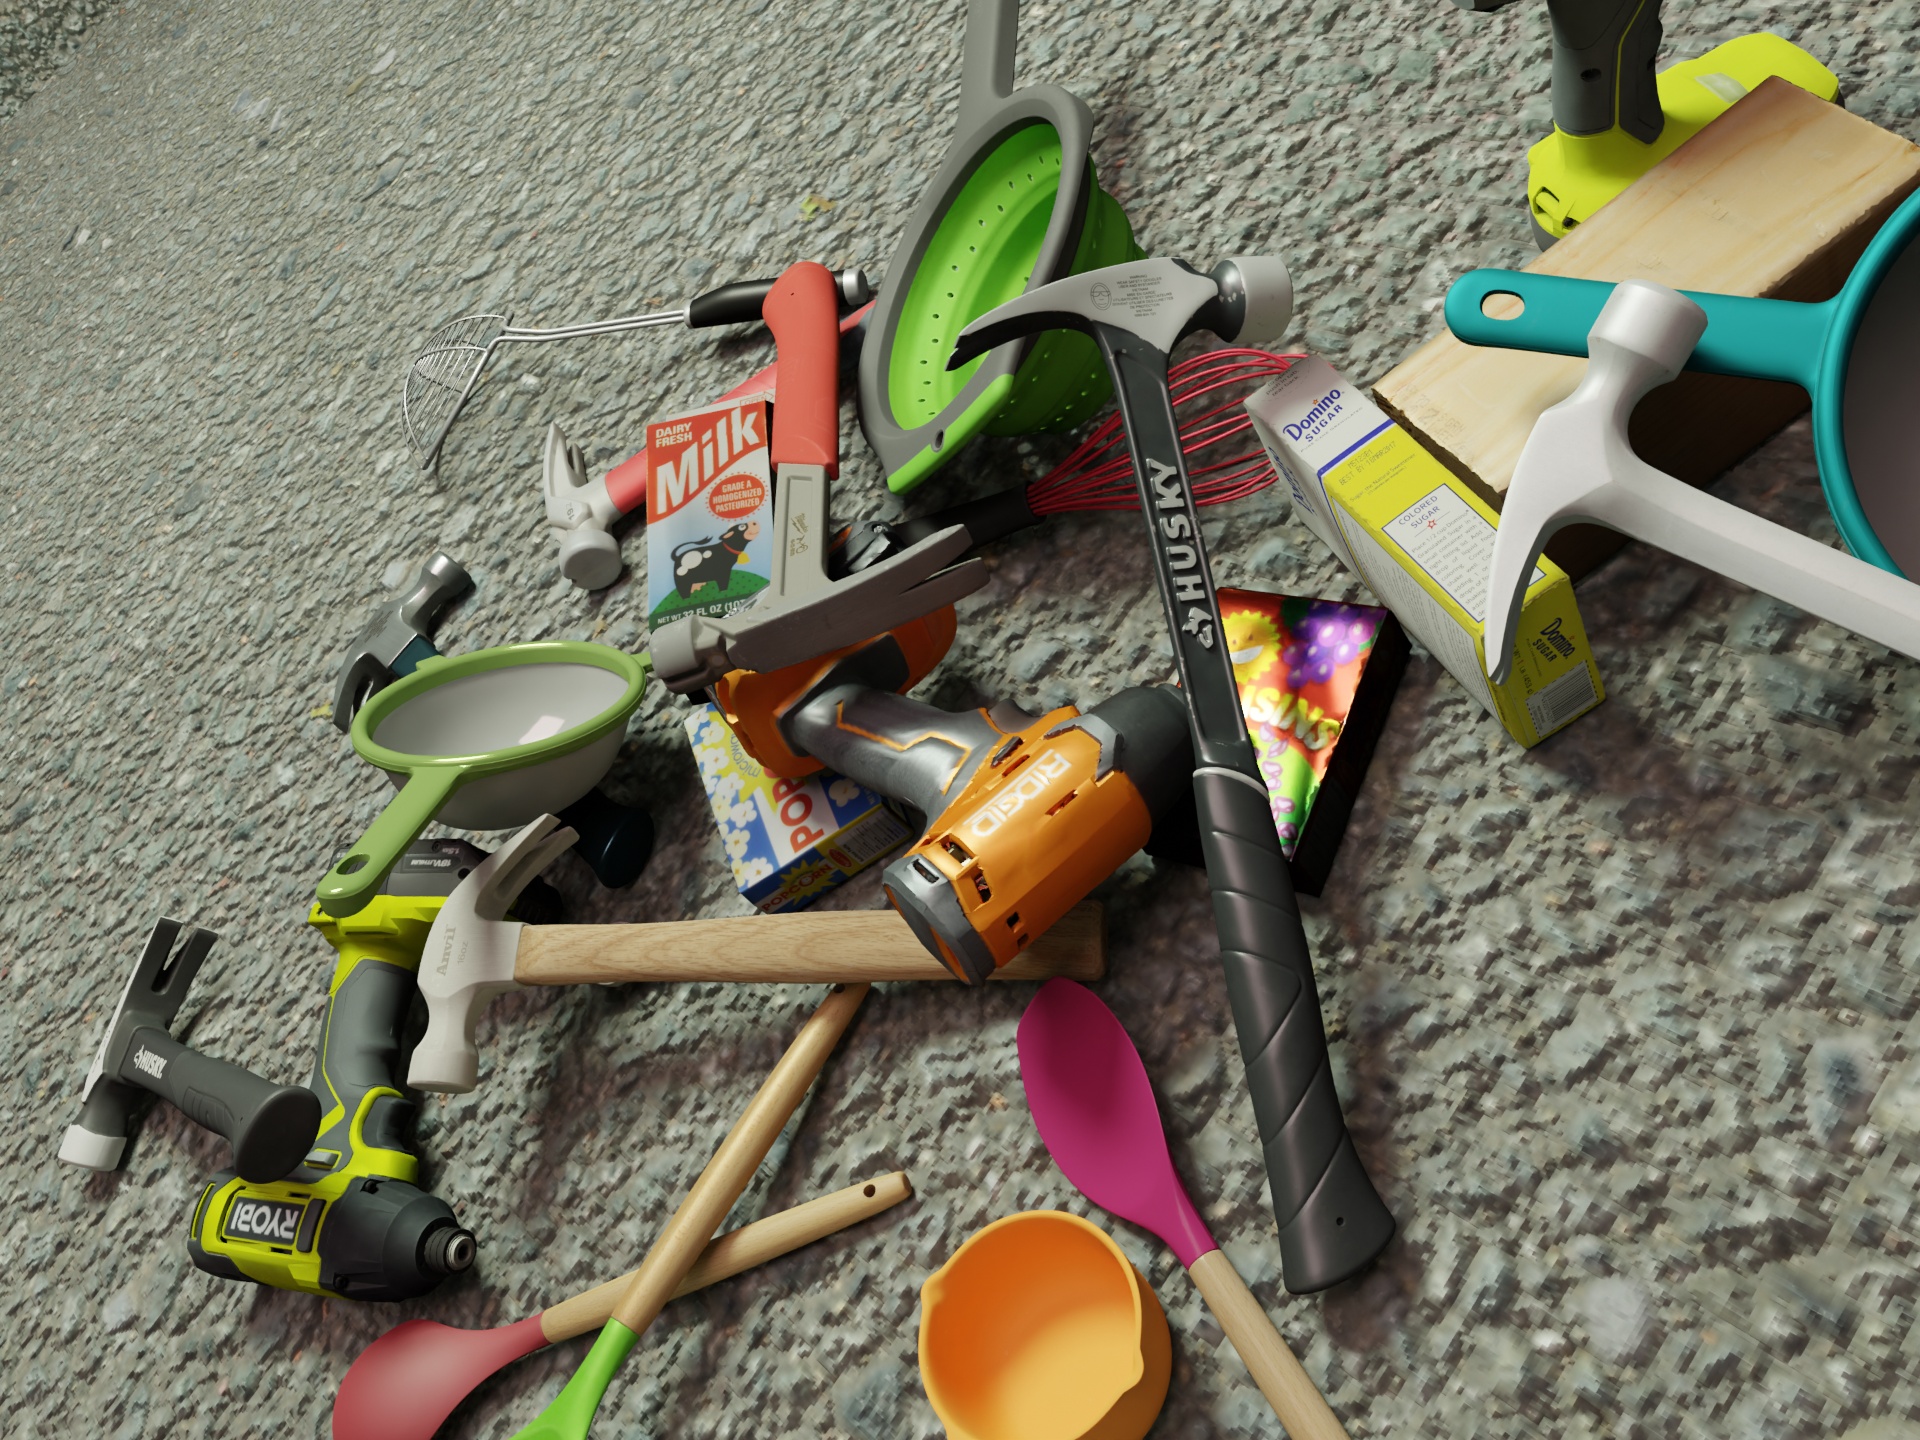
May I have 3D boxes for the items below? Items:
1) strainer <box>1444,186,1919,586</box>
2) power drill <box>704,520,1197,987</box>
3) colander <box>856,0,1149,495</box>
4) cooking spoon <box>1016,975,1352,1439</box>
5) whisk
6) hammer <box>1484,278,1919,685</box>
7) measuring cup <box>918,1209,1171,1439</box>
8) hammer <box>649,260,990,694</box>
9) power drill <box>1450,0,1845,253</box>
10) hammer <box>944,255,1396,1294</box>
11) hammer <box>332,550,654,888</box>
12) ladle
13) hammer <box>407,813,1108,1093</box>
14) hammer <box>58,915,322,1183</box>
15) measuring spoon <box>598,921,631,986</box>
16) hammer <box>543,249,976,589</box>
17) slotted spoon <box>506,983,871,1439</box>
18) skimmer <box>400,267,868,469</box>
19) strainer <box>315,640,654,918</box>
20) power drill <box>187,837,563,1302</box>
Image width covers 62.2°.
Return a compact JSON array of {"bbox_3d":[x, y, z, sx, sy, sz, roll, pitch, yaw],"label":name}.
[{"bbox_3d":[0.350,-0.117,0.570,0.340,0.095,0.211,15,92,25],"label":"strainer"},{"bbox_3d":[-0.001,-0.002,0.705,0.164,0.084,0.227,-39,46,-13],"label":"power drill"},{"bbox_3d":[0.041,-0.290,0.875,0.204,0.094,0.397,-33,45,49],"label":"colander"},{"bbox_3d":[0.103,0.219,0.579,0.068,0.017,0.319,-60,44,26],"label":"cooking spoon"},{"bbox_3d":[0.055,-0.119,0.815,0.296,0.073,0.073,-18,52,29],"label":"whisk"},{"bbox_3d":[0.356,0.006,0.484,0.406,0.035,0.144,31,101,24],"label":"hammer"},{"bbox_3d":[0.017,0.268,0.572,0.095,0.052,0.174,8,60,36],"label":"measuring cup"},{"bbox_3d":[-0.070,-0.149,0.804,0.149,0.036,0.359,-20,37,12],"label":"hammer"},{"bbox_3d":[0.305,-0.313,0.671,0.190,0.228,0.080,-31,49,10],"label":"power drill"},{"bbox_3d":[0.096,0.007,0.615,0.149,0.036,0.409,-7,76,-13],"label":"hammer"},{"bbox_3d":[-0.279,0.005,0.949,0.331,0.033,0.128,32,79,41],"label":"hammer"},{"bbox_3d":[-0.161,0.264,0.711,0.315,0.031,0.069,-26,49,13],"label":"ladle"},{"bbox_3d":[-0.097,0.103,0.730,0.331,0.031,0.130,-4,66,15],"label":"hammer"},{"bbox_3d":[-0.395,0.182,0.823,0.335,0.035,0.146,-5,64,51],"label":"hammer"},{"bbox_3d":[-0.133,0.117,0.801,0.124,0.018,0.034,-7,59,20],"label":"measuring spoon"},{"bbox_3d":[-0.096,-0.228,0.989,0.386,0.038,0.143,-30,48,11],"label":"hammer"},{"bbox_3d":[-0.125,0.235,0.676,0.070,0.031,0.314,12,57,39],"label":"slotted spoon"},{"bbox_3d":[-0.226,-0.244,1.085,0.363,0.090,0.127,-4,47,17],"label":"skimmer"},{"bbox_3d":[-0.243,0.040,0.791,0.151,0.069,0.256,-1,27,10],"label":"strainer"},{"bbox_3d":[-0.290,0.178,0.815,0.171,0.080,0.223,-5,62,30],"label":"power drill"}]
